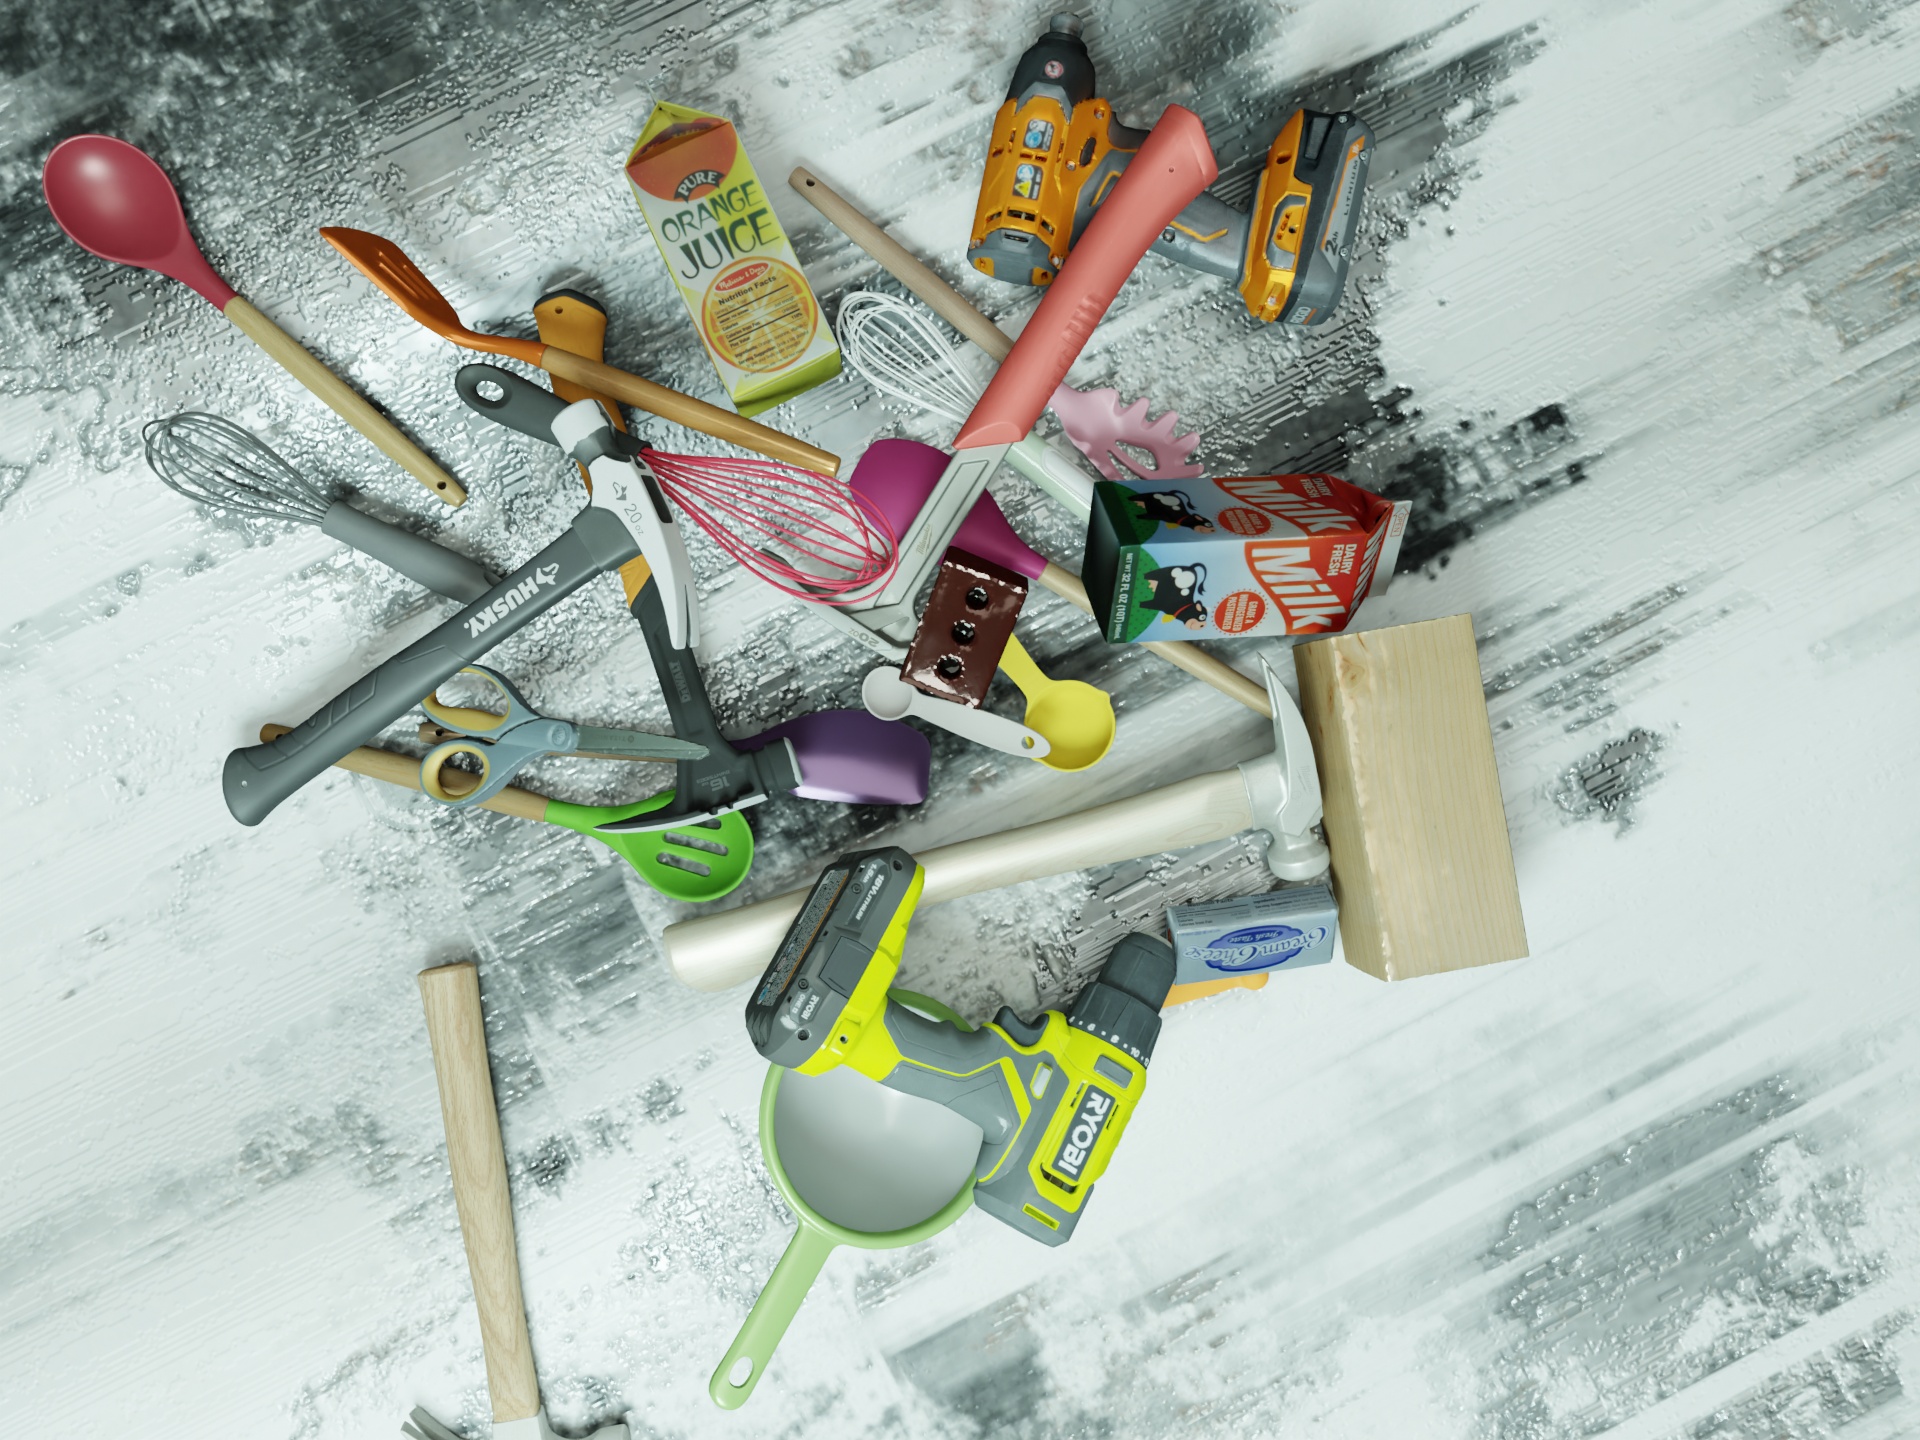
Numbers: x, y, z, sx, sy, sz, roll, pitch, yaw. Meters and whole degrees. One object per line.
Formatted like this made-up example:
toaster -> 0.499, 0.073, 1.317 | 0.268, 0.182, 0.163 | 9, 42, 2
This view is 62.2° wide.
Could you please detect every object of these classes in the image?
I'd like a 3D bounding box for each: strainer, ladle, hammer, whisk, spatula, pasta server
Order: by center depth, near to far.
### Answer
whisk -> -0.168, -0.144, 0.926 | 0.296, 0.073, 0.073 | 25, 89, 10
hammer -> -0.301, -0.033, 0.926 | 0.335, 0.035, 0.146 | -33, 88, 14
spatula -> -0.219, -0.214, 0.934 | 0.322, 0.081, 0.041 | 21, 105, 2
hammer -> 0.028, -0.201, 0.940 | 0.149, 0.037, 0.359 | 32, 102, -5
strainer -> -0.080, 0.282, 0.950 | 0.151, 0.069, 0.256 | 34, 72, -11
hammer -> -0.205, -0.100, 0.968 | 0.127, 0.034, 0.337 | -18, 85, -3
whisk -> -0.384, -0.123, 0.970 | 0.239, 0.055, 0.055 | 26, 89, -6
hammer -> 0.016, 0.079, 0.971 | 0.410, 0.038, 0.146 | -16, 115, 1
ladle -> -0.427, -0.239, 0.978 | 0.315, 0.031, 0.069 | 41, 91, -3
hammer -> -0.293, 0.314, 0.979 | 0.130, 0.031, 0.331 | -9, 90, -3
whisk -> 0.024, -0.182, 0.987 | 0.246, 0.059, 0.058 | 37, 61, -6
pasta server -> 0.018, -0.243, 0.990 | 0.316, 0.040, 0.060 | 40, 76, -1
spatula -> -0.176, 0.016, 0.991 | 0.316, 0.018, 0.060 | 3, 78, -3

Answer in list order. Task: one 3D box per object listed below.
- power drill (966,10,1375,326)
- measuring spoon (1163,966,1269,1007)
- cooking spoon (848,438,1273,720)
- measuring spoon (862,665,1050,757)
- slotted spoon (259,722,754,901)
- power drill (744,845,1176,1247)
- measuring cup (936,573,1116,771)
power drill -> 0.129, -0.337, 0.975 | 0.226, 0.084, 0.164 | 11, 90, 2
measuring spoon -> 0.139, 0.171, 1.006 | 0.117, 0.011, 0.021 | -10, 90, -2
cooking spoon -> 0.074, -0.082, 1.000 | 0.319, 0.017, 0.069 | 30, 79, -3
measuring spoon -> -0.002, -0.003, 0.989 | 0.124, 0.018, 0.034 | 20, 105, 8
slotted spoon -> -0.279, 0.047, 0.983 | 0.313, 0.031, 0.070 | 15, 89, 0
power drill -> 0.010, 0.169, 0.925 | 0.228, 0.080, 0.191 | 34, 72, -14
measuring cup -> 0.039, -0.034, 1.001 | 0.062, 0.029, 0.156 | -41, 79, 7
